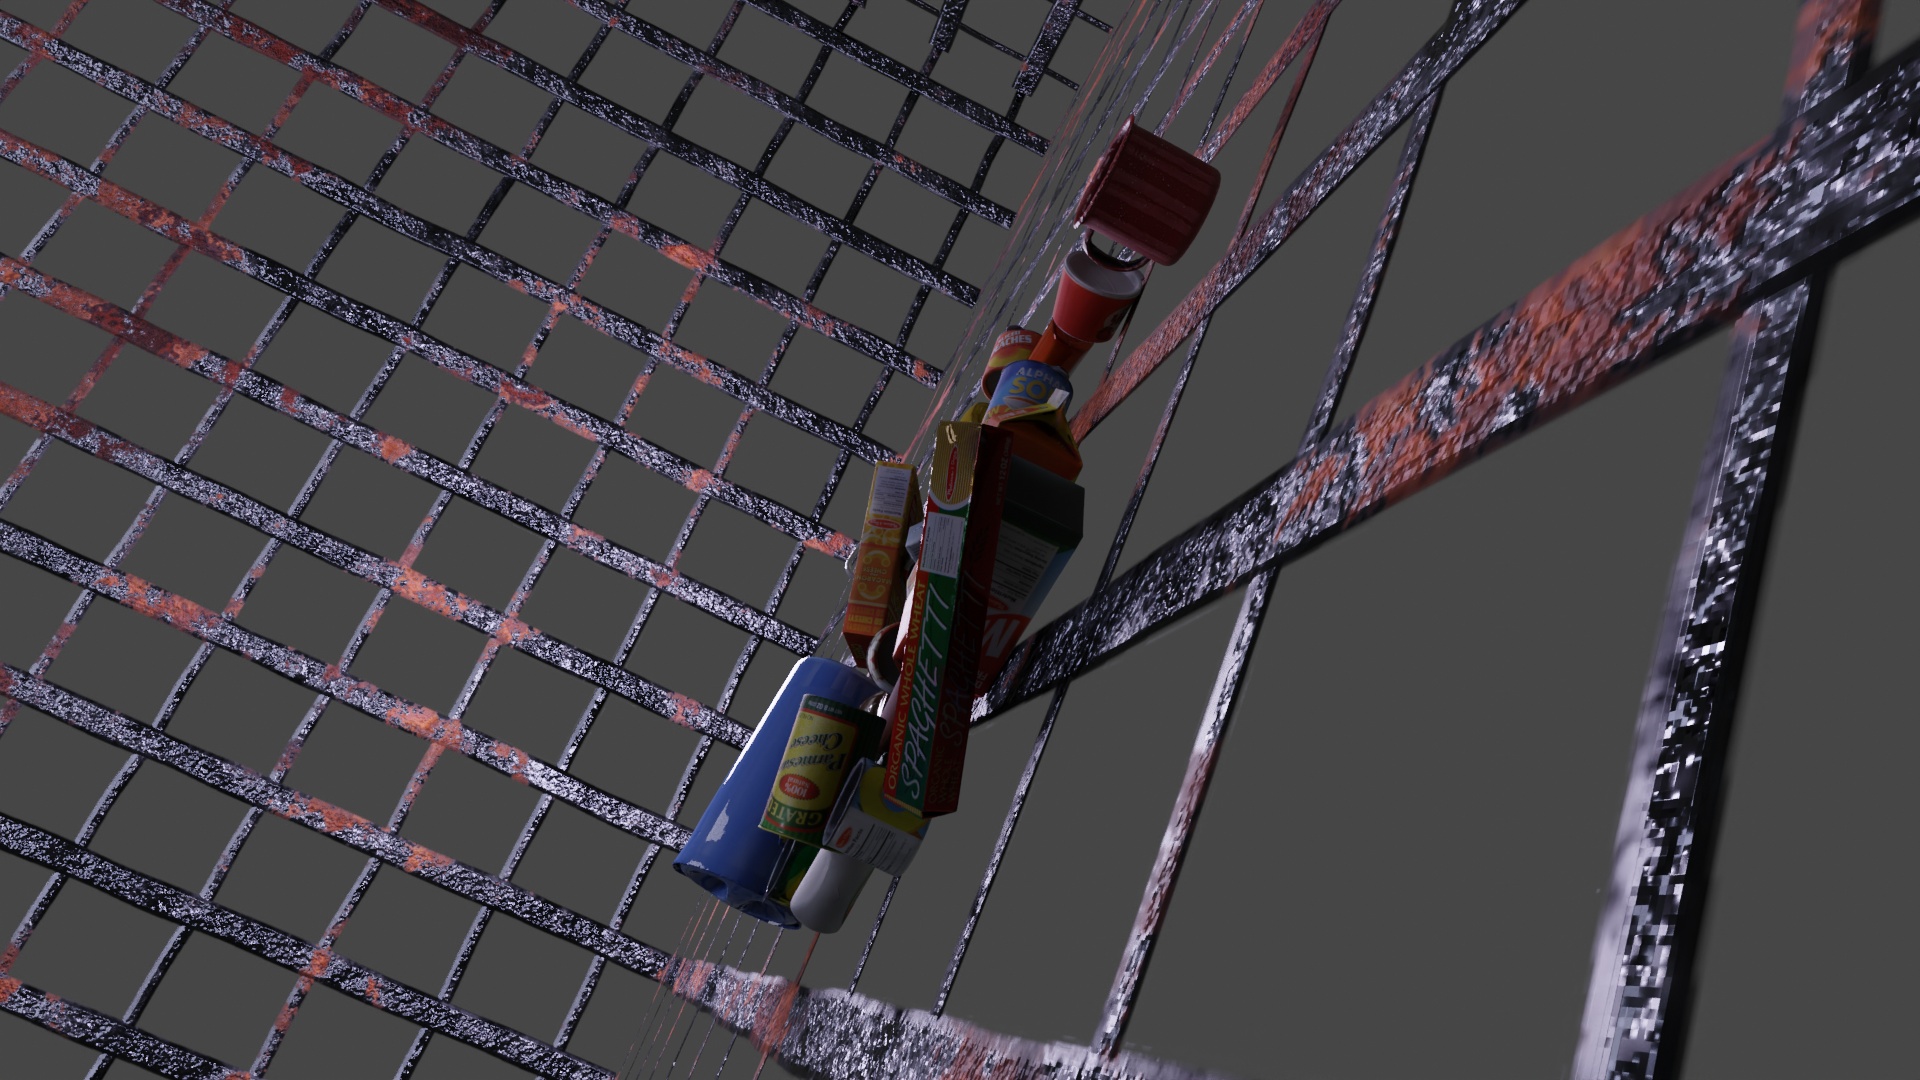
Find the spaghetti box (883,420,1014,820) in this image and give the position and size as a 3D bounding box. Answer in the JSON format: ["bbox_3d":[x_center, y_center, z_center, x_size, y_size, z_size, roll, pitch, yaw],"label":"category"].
[{"bbox_3d":[-0.009,0.049,0.885,0.050,0.029,0.249,11,93,54],"label":"spaghetti box"}]

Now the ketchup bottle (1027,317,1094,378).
[{"bbox_3d":[0.079,-0.155,1.304,0.148,0.043,0.065,-56,9,50],"label":"ketchup bottle"}]

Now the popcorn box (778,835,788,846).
[{"bbox_3d":[-0.127,0.203,1.192,0.126,0.038,0.085,106,174,-54],"label":"popcorn box"}]

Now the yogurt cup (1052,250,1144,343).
[{"bbox_3d":[0.111,-0.201,1.156,0.073,0.072,0.053,-72,3,-52],"label":"yogurt cup"}]

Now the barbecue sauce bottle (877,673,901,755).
[{"bbox_3d":[-0.024,0.106,1.108,0.149,0.044,0.064,-65,6,-13],"label":"barbecue sauce bottle"}]

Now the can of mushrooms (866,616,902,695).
[{"bbox_3d":[-0.046,0.100,1.197,0.071,0.071,0.033,-65,7,-11],"label":"can of mushrooms"}]

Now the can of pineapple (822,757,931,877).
[{"bbox_3d":[-0.055,0.191,0.964,0.071,0.058,0.071,-62,7,13],"label":"can of pineapple"}]

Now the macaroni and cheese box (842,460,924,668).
[{"bbox_3d":[-0.069,0.026,1.298,0.123,0.040,0.167,83,-164,-69],"label":"macaroni and cheese box"}]

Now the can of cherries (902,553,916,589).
[{"bbox_3d":[-0.014,0.022,1.275,0.071,0.071,0.059,-59,9,35],"label":"can of cherries"}]

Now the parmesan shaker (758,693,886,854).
[{"bbox_3d":[-0.103,0.171,1.026,0.071,0.071,0.103,142,146,-75],"label":"parmesan shaker"}]

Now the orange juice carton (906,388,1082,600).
[{"bbox_3d":[0.033,-0.028,1.051,0.192,0.073,0.072,-63,6,7],"label":"orange juice carton"}]

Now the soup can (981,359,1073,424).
[{"bbox_3d":[0.056,-0.105,1.198,0.071,0.071,0.084,-53,13,58],"label":"soup can"}]

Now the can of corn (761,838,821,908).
[{"bbox_3d":[-0.123,0.279,1.152,0.071,0.058,0.071,-62,7,14],"label":"can of corn"}]

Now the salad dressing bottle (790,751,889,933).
[{"bbox_3d":[-0.078,0.231,1.062,0.147,0.044,0.064,-60,6,15],"label":"salad dressing bottle"}]

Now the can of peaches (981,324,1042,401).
[{"bbox_3d":[0.059,-0.175,1.420,0.071,0.071,0.058,-55,12,54],"label":"can of peaches"}]

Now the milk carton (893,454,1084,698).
[{"bbox_3d":[0.010,0.038,0.969,0.189,0.073,0.073,-61,10,27],"label":"milk carton"}]

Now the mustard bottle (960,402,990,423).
[{"bbox_3d":[0.014,-0.077,1.436,0.159,0.065,0.049,119,170,-53],"label":"mustard bottle"}]

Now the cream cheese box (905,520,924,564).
[{"bbox_3d":[0.004,-0.015,1.203,0.104,0.024,0.053,-25,17,11],"label":"cream cheese box"}]
